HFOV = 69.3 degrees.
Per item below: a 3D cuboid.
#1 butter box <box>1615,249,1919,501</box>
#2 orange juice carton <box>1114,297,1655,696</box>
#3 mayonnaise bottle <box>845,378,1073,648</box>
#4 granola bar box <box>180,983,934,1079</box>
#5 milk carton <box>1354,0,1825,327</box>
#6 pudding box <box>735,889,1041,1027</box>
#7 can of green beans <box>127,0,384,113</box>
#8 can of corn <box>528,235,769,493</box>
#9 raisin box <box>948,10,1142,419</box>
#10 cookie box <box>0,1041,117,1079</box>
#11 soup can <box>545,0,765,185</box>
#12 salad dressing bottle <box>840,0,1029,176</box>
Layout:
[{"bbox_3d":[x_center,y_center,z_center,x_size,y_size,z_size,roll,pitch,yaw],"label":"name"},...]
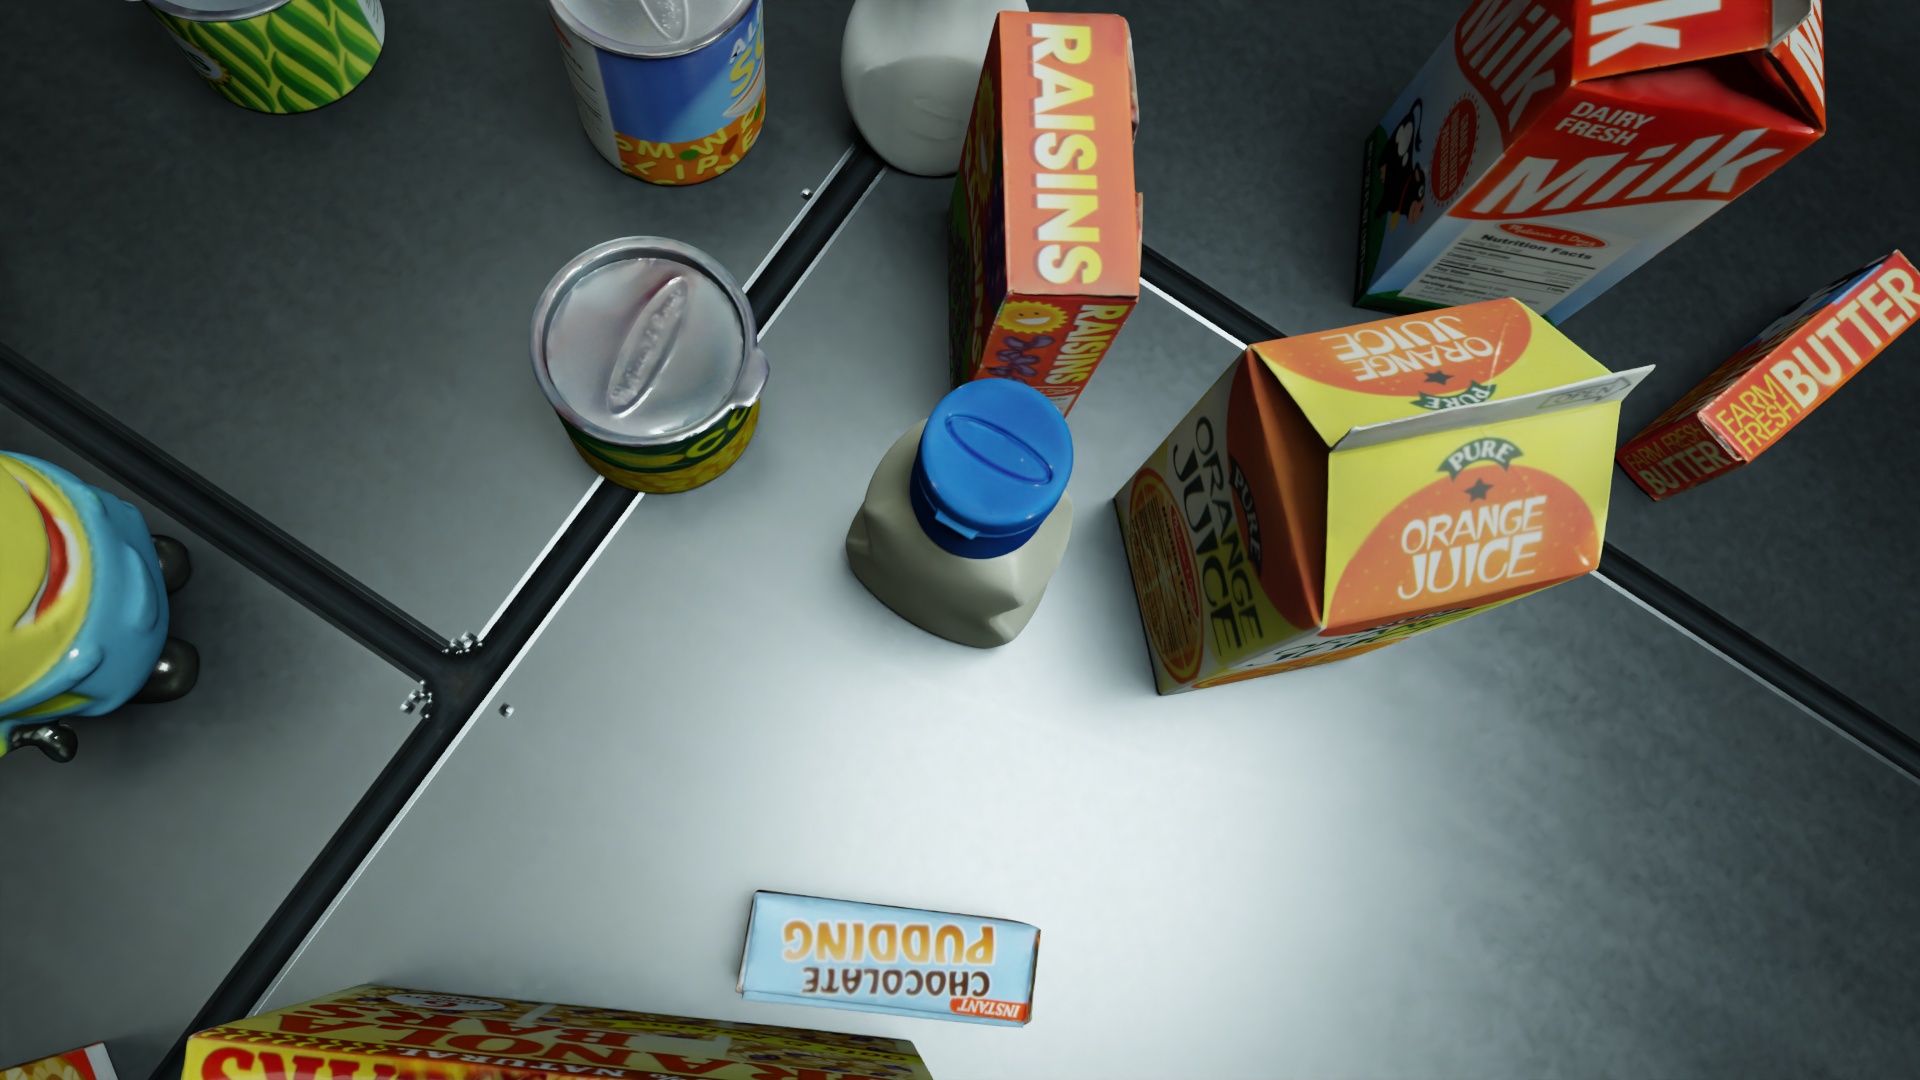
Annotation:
[{"bbox_3d":[0.283,-0.056,0.485,0.104,0.053,0.024,-36,84,-13],"label":"butter box"},{"bbox_3d":[0.103,-0.009,0.381,0.072,0.192,0.073,-10,79,-9],"label":"orange juice carton"},{"bbox_3d":[0.001,-0.005,0.391,0.065,0.147,0.041,30,76,1],"label":"mayonnaise bottle"},{"bbox_3d":[-0.091,0.147,0.356,0.166,0.124,0.039,8,76,-5],"label":"granola bar box"},{"bbox_3d":[0.192,-0.133,0.422,0.073,0.190,0.072,10,76,-4],"label":"milk carton"},{"bbox_3d":[-0.022,0.122,0.408,0.084,0.049,0.030,8,76,-5],"label":"pudding box"},{"bbox_3d":[-0.230,-0.182,0.453,0.071,0.057,0.071,1,77,-6],"label":"can of green beans"},{"bbox_3d":[-0.094,-0.052,0.437,0.071,0.058,0.071,1,77,-6],"label":"can of corn"},{"bbox_3d":[0.022,-0.090,0.426,0.040,0.123,0.086,1,77,-6],"label":"raisin box"},{"bbox_3d":[-0.226,0.187,0.308,0.040,0.167,0.123,-25,81,-11],"label":"cookie box"},{"bbox_3d":[-0.094,-0.164,0.451,0.071,0.083,0.071,1,77,-6],"label":"soup can"},{"bbox_3d":[-0.004,-0.166,0.429,0.064,0.147,0.044,2,77,-6],"label":"salad dressing bottle"}]
